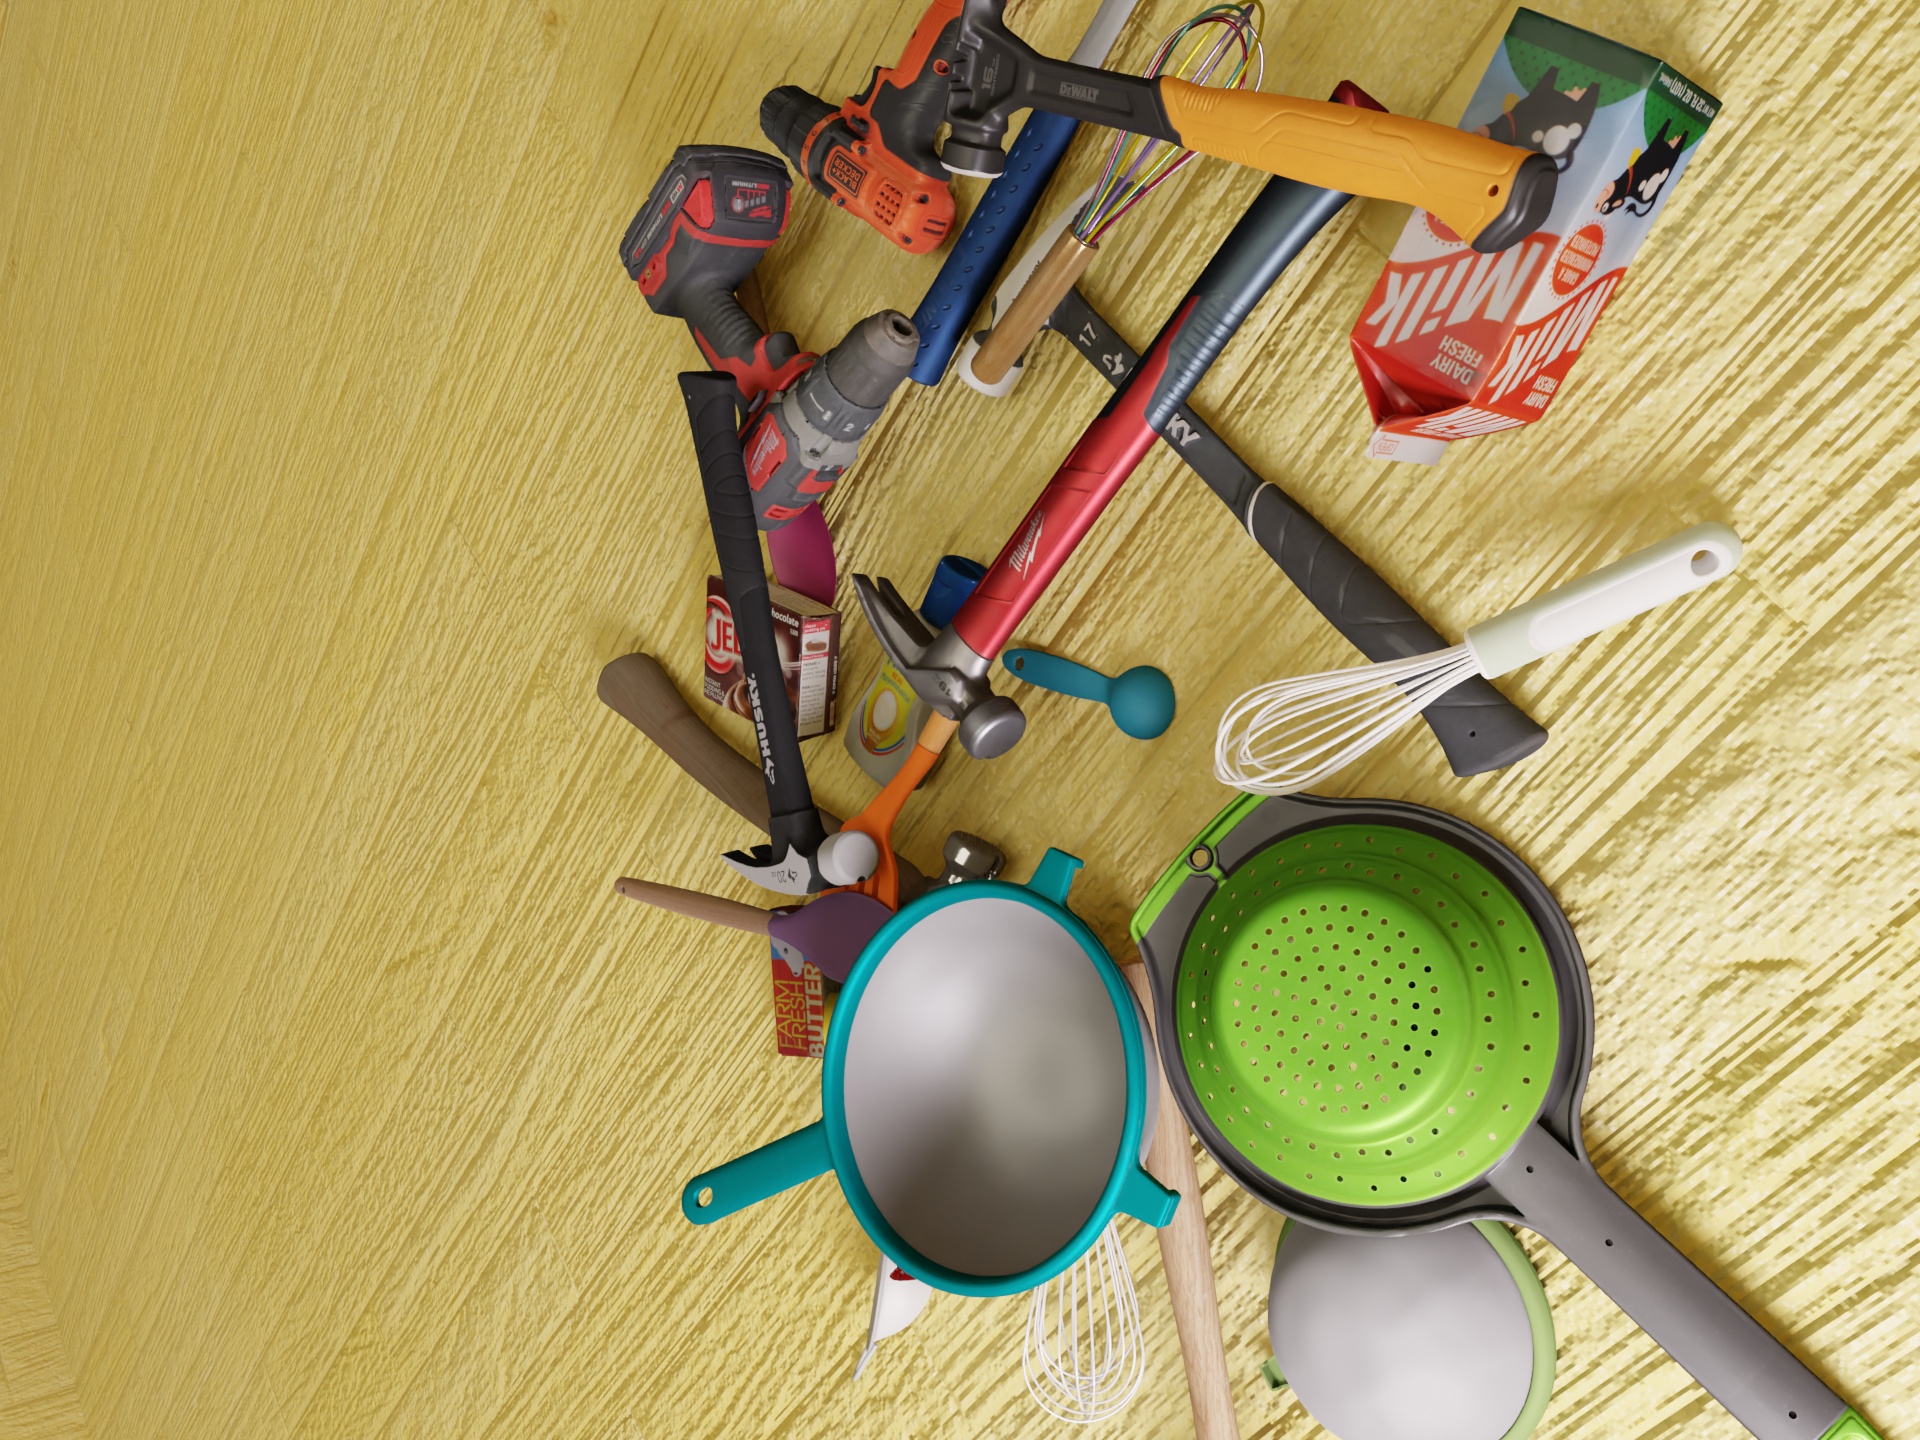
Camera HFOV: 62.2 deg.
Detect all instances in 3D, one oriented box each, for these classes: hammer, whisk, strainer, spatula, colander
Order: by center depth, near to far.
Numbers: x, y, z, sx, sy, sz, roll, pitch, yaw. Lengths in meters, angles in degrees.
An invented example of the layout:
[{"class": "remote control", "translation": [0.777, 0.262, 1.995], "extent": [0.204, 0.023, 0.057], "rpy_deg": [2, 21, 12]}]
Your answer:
[{"class": "colander", "translation": [0.230, 0.182, 0.685], "extent": [0.397, 0.094, 0.204], "rpy_deg": [44, 97, 24]}, {"class": "whisk", "translation": [0.223, -0.026, 0.710], "extent": [0.246, 0.059, 0.057], "rpy_deg": [-26, 109, 22]}, {"class": "hammer", "translation": [0.120, -0.286, 0.735], "extent": [0.337, 0.034, 0.127], "rpy_deg": [31, 122, 37]}, {"class": "strainer", "translation": [0.205, 0.243, 0.762], "extent": [0.151, 0.069, 0.256], "rpy_deg": [10, 100, 43]}, {"class": "hammer", "translation": [0.148, -0.125, 0.824], "extent": [0.409, 0.036, 0.149], "rpy_deg": [52, 124, 28]}, {"class": "hammer", "translation": [0.079, -0.164, 0.834], "extent": [0.386, 0.038, 0.143], "rpy_deg": [-53, 57, 26]}, {"class": "whisk", "translation": [0.077, -0.270, 0.834], "extent": [0.047, 0.051, 0.245], "rpy_deg": [55, 127, 19]}, {"class": "hammer", "translation": [0.121, 0.293, 0.850], "extent": [0.130, 0.031, 0.331], "rpy_deg": [136, 128, -66]}, {"class": "hammer", "translation": [0.071, -0.361, 0.885], "extent": [0.144, 0.035, 0.405], "rpy_deg": [52, 125, 29]}, {"class": "strainer", "translation": [-0.016, 0.223, 0.888], "extent": [0.340, 0.095, 0.211], "rpy_deg": [-31, 61, 32]}, {"class": "whisk", "translation": [0.066, 0.254, 0.909], "extent": [0.070, 0.070, 0.285], "rpy_deg": [-6, 83, 44]}, {"class": "spatula", "translation": [-0.001, -0.003, 0.944], "extent": [0.081, 0.041, 0.322], "rpy_deg": [38, 103, 42]}, {"class": "hammer", "translation": [-0.130, -0.057, 0.989], "extent": [0.146, 0.035, 0.335], "rpy_deg": [-15, 86, 55]}, {"class": "strainer", "translation": [-0.041, 0.293, 1.022], "extent": [0.087, 0.050, 0.258], "rpy_deg": [131, 141, -86]}, {"class": "spatula", "translation": [-0.136, 0.128, 1.038], "extent": [0.316, 0.018, 0.060], "rpy_deg": [5, 98, 46]}, {"class": "hammer", "translation": [-0.139, 0.063, 1.092], "extent": [0.411, 0.038, 0.146], "rpy_deg": [32, 99, 41]}]

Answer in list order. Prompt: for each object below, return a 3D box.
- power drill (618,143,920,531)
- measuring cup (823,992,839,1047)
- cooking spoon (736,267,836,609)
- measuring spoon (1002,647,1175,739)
[{"class": "power drill", "translation": [-0.119, -0.258, 1.013], "extent": [0.188, 0.080, 0.227], "rpy_deg": [-39, 69, 44]}, {"class": "measuring cup", "translation": [-0.061, 0.252, 1.044], "extent": [0.029, 0.062, 0.156], "rpy_deg": [-9, 100, 9]}, {"class": "cooking spoon", "translation": [-0.130, -0.223, 1.097], "extent": [0.069, 0.017, 0.319], "rpy_deg": [-23, 76, 47]}, {"class": "measuring spoon", "translation": [0.066, -0.021, 0.914], "extent": [0.129, 0.021, 0.042], "rpy_deg": [20, 105, 40]}]
